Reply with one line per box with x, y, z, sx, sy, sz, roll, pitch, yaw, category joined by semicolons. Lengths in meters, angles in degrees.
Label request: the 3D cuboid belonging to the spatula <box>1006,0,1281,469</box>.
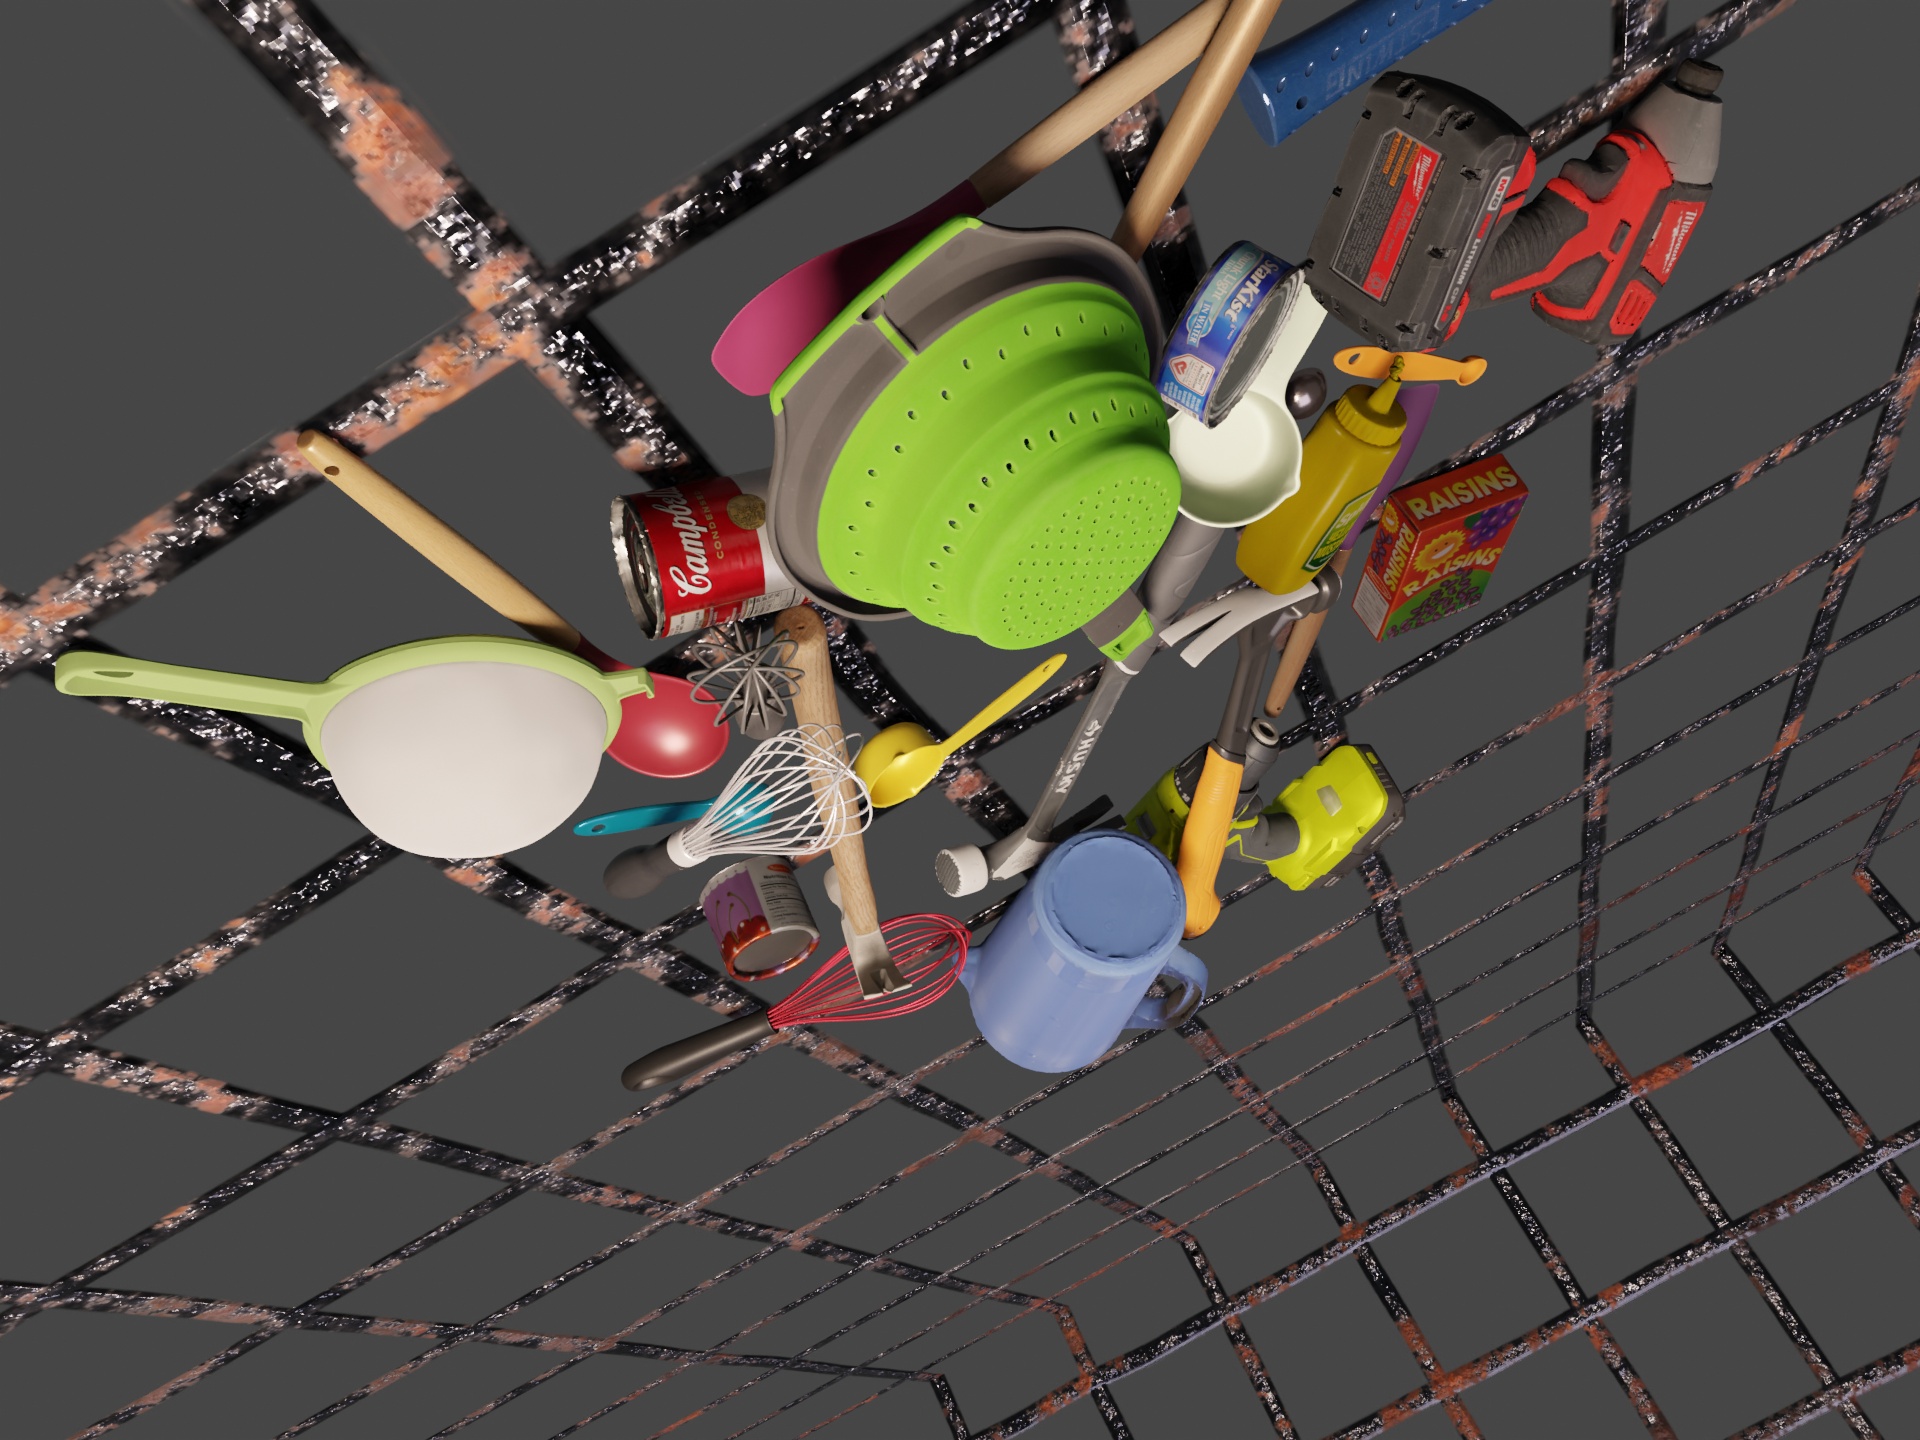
0.088;-0.217;0.698;0.082;0.044;0.317;-13;153;-28;spatula

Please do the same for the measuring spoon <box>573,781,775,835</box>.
-0.169;0.063;0.961;0.128;0.021;0.042;-7;145;-31;measuring spoon

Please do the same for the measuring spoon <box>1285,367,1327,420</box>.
0.180;-0.151;0.917;0.034;0.018;0.124;-13;148;-25;measuring spoon

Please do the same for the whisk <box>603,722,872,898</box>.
-0.136;0.063;0.881;0.070;0.070;0.284;-2;164;-37;whisk

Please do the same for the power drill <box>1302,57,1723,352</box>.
0.285;-0.254;0.780;0.219;0.079;0.143;-12;135;-33;power drill

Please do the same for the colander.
0.054;-0.076;0.756;0.204;0.095;0.396;-42;154;5;colander

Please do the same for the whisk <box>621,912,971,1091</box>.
-0.126;0.221;1.211;0.296;0.073;0.073;-24;151;6;whisk

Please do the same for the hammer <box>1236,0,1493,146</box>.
0.302;-0.363;0.670;0.405;0.035;0.144;-30;150;5;hammer

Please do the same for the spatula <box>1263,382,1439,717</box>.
0.242;-0.099;1.048;0.059;0.018;0.315;-14;147;-16;spatula

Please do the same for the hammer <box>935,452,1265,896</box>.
0.104;-0.026;1.029;0.149;0.036;0.408;-14;147;-31;hammer

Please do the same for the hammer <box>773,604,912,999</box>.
-0.073;0.058;0.963;0.031;0.130;0.331;-17;140;-8;hammer

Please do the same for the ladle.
-0.203;-0.047;0.760;0.069;0.031;0.315;-25;149;10;ladle

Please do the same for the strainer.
-0.278;0.017;0.738;0.256;0.069;0.151;11;144;-40;strainer

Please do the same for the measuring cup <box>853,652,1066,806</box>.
-0.002;-0.003;1.002;0.156;0.029;0.062;-37;155;-8;measuring cup

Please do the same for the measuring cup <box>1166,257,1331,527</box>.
0.159;-0.183;0.833;0.083;0.038;0.167;22;111;-10;measuring cup

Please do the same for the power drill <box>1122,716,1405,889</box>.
0.238;0.069;1.248;0.228;0.080;0.190;2;140;-37;power drill

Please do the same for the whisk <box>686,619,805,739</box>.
-0.105;-0.011;0.803;0.055;0.055;0.239;-24;176;-7;whisk

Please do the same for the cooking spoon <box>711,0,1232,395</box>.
0.028;-0.236;0.664;0.319;0.017;0.068;-33;153;11;cooking spoon

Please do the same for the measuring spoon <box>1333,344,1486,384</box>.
0.256;-0.205;0.907;0.117;0.011;0.021;-3;141;-31;measuring spoon

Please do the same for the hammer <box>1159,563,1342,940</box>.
0.173;0.042;1.087;0.127;0.034;0.336;-25;142;-25;hammer
